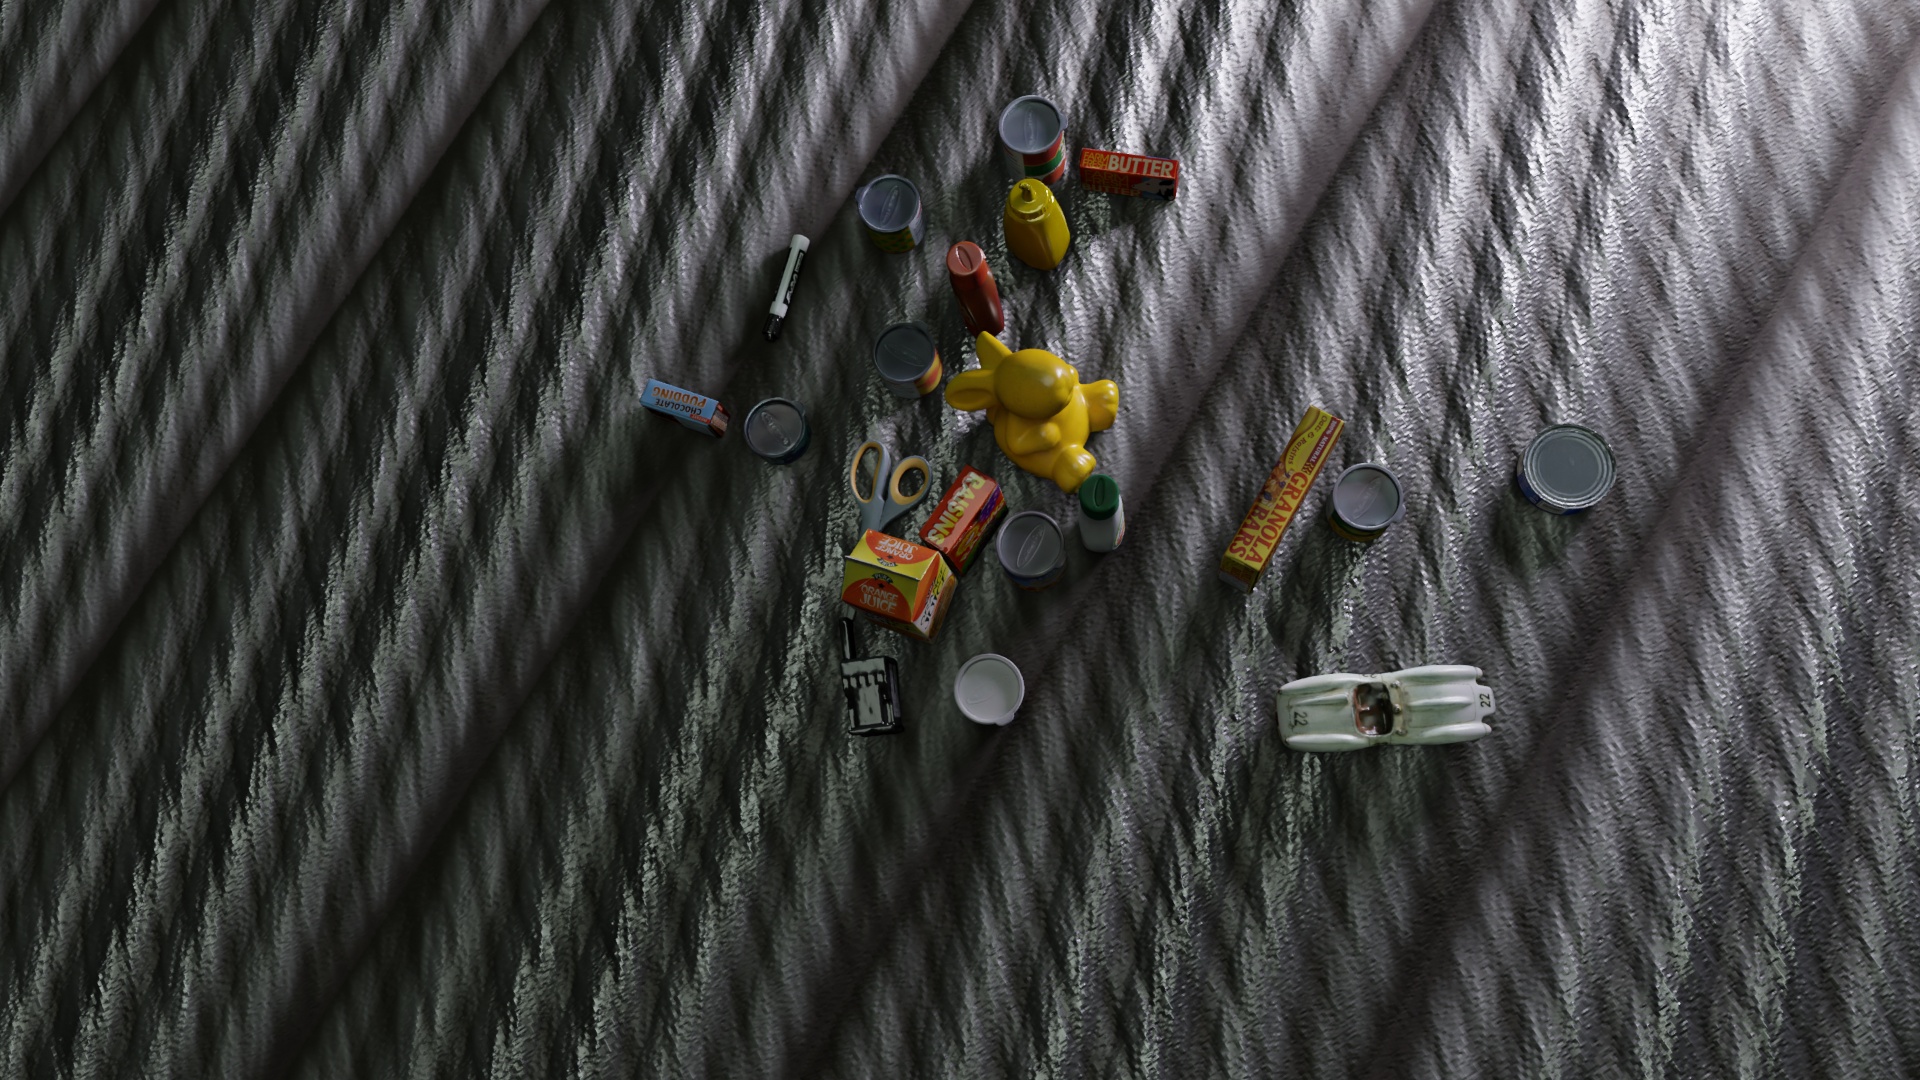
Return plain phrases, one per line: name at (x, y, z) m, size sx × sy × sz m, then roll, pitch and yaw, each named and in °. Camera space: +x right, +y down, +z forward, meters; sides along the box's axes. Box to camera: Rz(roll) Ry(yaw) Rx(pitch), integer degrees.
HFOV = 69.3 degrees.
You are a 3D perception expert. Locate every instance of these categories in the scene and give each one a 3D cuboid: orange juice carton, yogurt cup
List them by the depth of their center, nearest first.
orange juice carton at (-0.058, 0.043, 1.322) m, size 0.072 × 0.192 × 0.073 m, roll 18°, pitch 81°, yaw 11°
yogurt cup at (0.030, 0.148, 1.359) m, size 0.072 × 0.054 × 0.072 m, roll -1°, pitch 77°, yaw 7°

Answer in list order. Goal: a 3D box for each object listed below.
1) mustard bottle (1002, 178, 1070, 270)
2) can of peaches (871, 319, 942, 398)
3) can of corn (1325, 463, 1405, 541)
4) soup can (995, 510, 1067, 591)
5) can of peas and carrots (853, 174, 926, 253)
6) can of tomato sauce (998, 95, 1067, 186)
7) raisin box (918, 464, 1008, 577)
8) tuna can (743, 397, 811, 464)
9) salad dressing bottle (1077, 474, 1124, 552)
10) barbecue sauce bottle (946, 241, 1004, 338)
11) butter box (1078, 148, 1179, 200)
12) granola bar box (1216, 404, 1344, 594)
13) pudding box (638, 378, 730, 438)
mustard bottle at (0.074, -0.326, 1.405) m, size 0.065 × 0.160 × 0.049 m, roll 27°, pitch 83°, yaw 12°
can of peaches at (-0.053, -0.188, 1.443) m, size 0.071 × 0.058 × 0.071 m, roll -1°, pitch 78°, yaw 7°
can of corn at (0.394, -0.035, 1.352) m, size 0.071 × 0.058 × 0.071 m, roll -1°, pitch 78°, yaw 7°
soup can at (0.074, 0.013, 1.368) m, size 0.071 × 0.083 × 0.071 m, roll -2°, pitch 78°, yaw 7°
can of peas and carrots at (-0.074, -0.348, 1.481) m, size 0.071 × 0.058 × 0.071 m, roll -1°, pitch 78°, yaw 7°
can of tomato sauce at (0.079, -0.419, 1.465) m, size 0.071 × 0.083 × 0.071 m, roll -2°, pitch 78°, yaw 7°
raisin box at (0.005, -0.017, 1.363) m, size 0.040 × 0.123 × 0.086 m, roll 34°, pitch 84°, yaw 13°
tuna can at (-0.189, -0.116, 1.457) m, size 0.071 × 0.032 × 0.071 m, roll -1°, pitch 77°, yaw 7°
salad dressing bottle at (0.135, -0.028, 1.337) m, size 0.044 × 0.147 × 0.064 m, roll 6°, pitch 79°, yaw 9°
barbecue sauce bottle at (0.014, -0.256, 1.403) m, size 0.044 × 0.148 × 0.065 m, roll -26°, pitch 76°, yaw 1°
butter box at (0.177, -0.384, 1.461) m, size 0.103 × 0.053 × 0.024 m, roll 10°, pitch 79°, yaw 9°
granola bar box at (0.305, -0.036, 1.329) m, size 0.039 × 0.124 × 0.166 m, roll 30°, pitch 83°, yaw 12°
pudding box at (-0.291, -0.139, 1.466) m, size 0.084 × 0.049 × 0.030 m, roll 19°, pitch 81°, yaw 11°
